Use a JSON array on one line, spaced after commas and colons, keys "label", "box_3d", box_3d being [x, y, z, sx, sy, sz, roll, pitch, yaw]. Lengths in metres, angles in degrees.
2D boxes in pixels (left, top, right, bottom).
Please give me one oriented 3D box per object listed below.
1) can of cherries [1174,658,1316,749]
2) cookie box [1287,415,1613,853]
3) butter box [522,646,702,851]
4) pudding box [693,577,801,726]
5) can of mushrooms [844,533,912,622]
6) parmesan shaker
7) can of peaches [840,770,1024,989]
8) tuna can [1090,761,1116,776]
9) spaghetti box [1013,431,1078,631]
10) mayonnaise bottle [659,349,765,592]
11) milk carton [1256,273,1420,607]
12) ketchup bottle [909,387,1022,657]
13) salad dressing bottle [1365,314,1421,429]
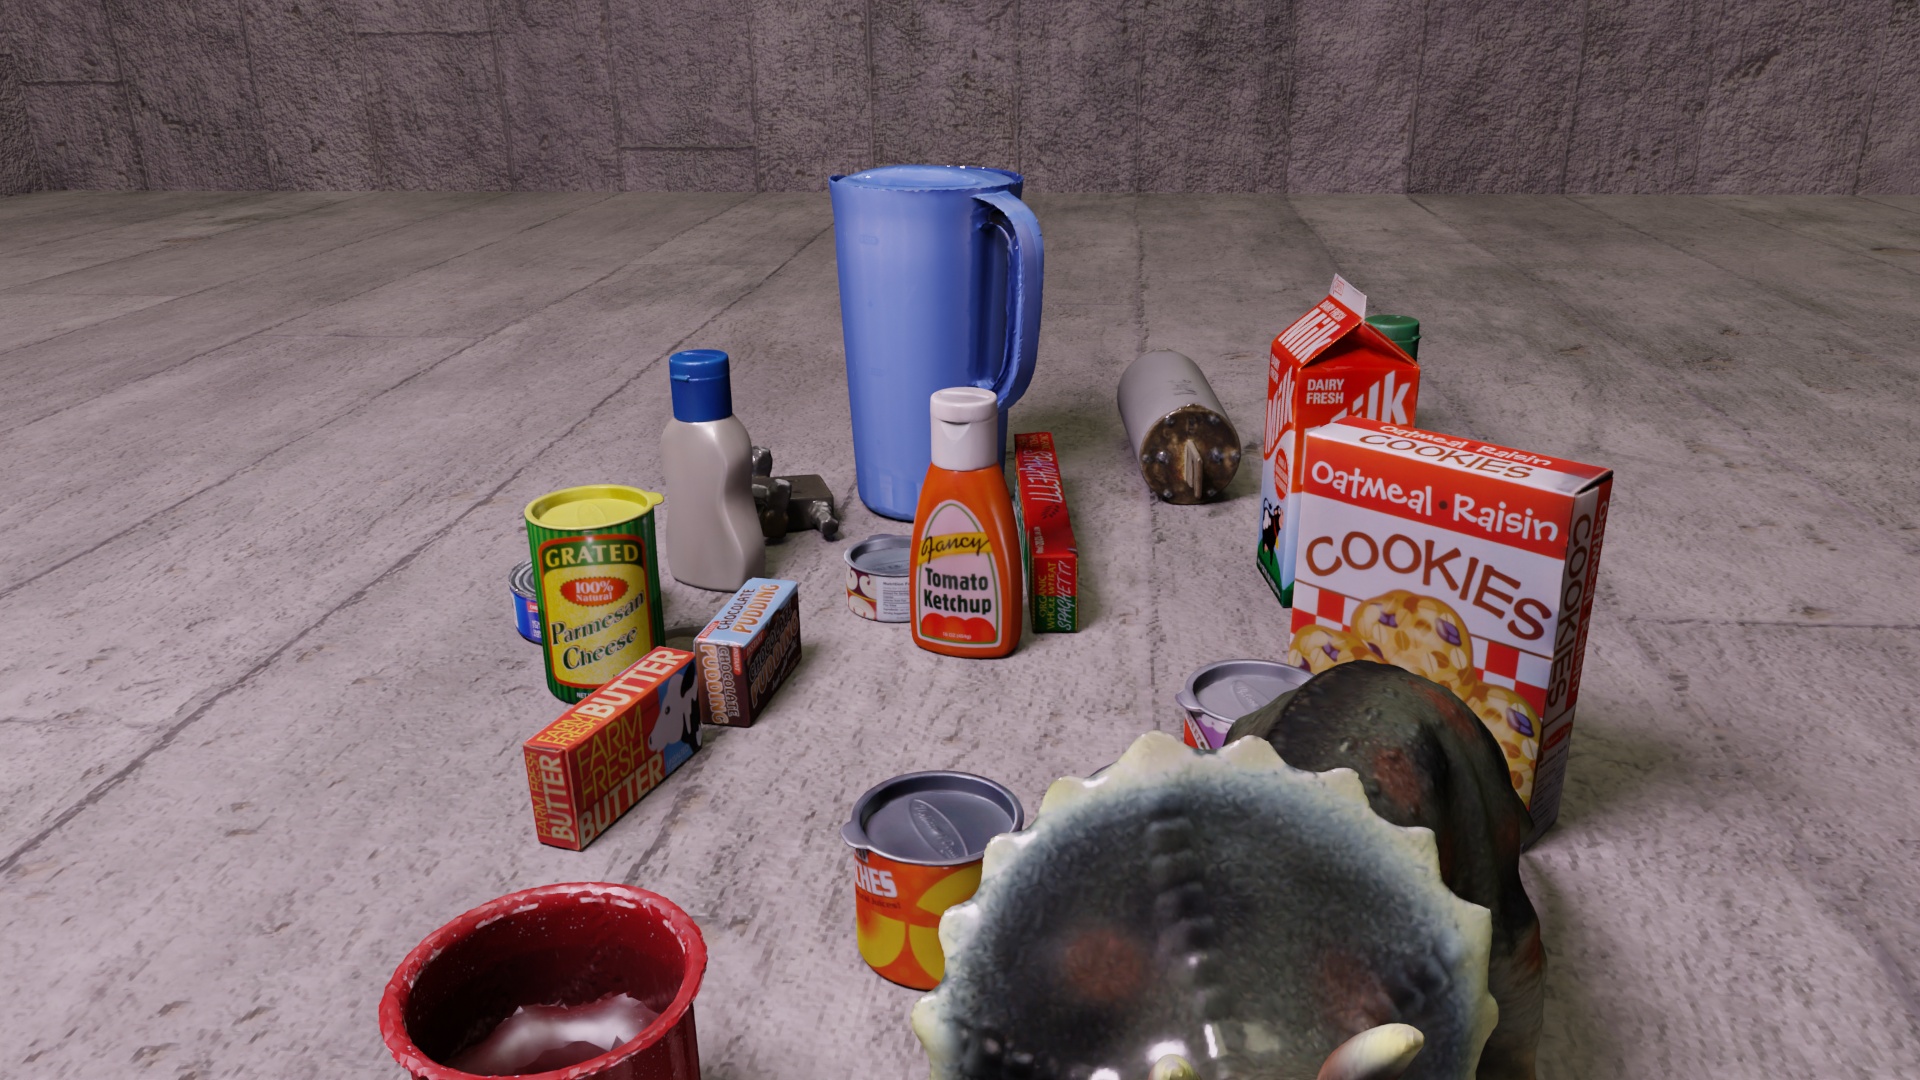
[{"label": "can of cherries", "box_3d": [0.131, 0.094, 0.629, 0.071, 0.058, 0.072, -1, 21, 0]}, {"label": "cookie box", "box_3d": [0.211, 0.038, 0.621, 0.040, 0.166, 0.123, -20, 28, -41]}, {"label": "butter box", "box_3d": [-0.158, 0.094, 0.644, 0.024, 0.053, 0.104, 8, 23, 22]}, {"label": "pudding box", "box_3d": [-0.112, 0.058, 0.741, 0.030, 0.049, 0.084, 4, 22, 12]}, {"label": "can of mushrooms", "box_3d": [-0.038, 0.022, 0.852, 0.071, 0.033, 0.071, -1, 21, 0]}, {"label": "parmesan shaker", "box_3d": [-0.190, 0.029, 0.745, 0.071, 0.102, 0.071, -1, 21, 0]}, {"label": "can of peaches", "box_3d": [-0.011, 0.131, 0.538, 0.071, 0.057, 0.071, -1, 21, 0]}, {"label": "tuna can", "box_3d": [0.085, 0.122, 0.594, 0.071, 0.032, 0.071, -1, 21, 0]}, {"label": "spaghetti box", "box_3d": [0.054, -0.013, 0.917, 0.029, 0.050, 0.251, -1, 21, 0]}, {"label": "mayonnaise bottle", "box_3d": [-0.157, -0.043, 0.867, 0.065, 0.147, 0.041, 10, 23, 26]}, {"label": "milk carton", "box_3d": [0.227, -0.061, 0.841, 0.073, 0.189, 0.072, -1, 21, -1]}, {"label": "ketchup bottle", "box_3d": [0.003, -0.010, 0.774, 0.065, 0.148, 0.044, 6, 22, 16]}, {"label": "salad dressing bottle", "box_3d": [0.285, -0.077, 0.940, 0.044, 0.147, 0.064, 16, 26, 36]}]
